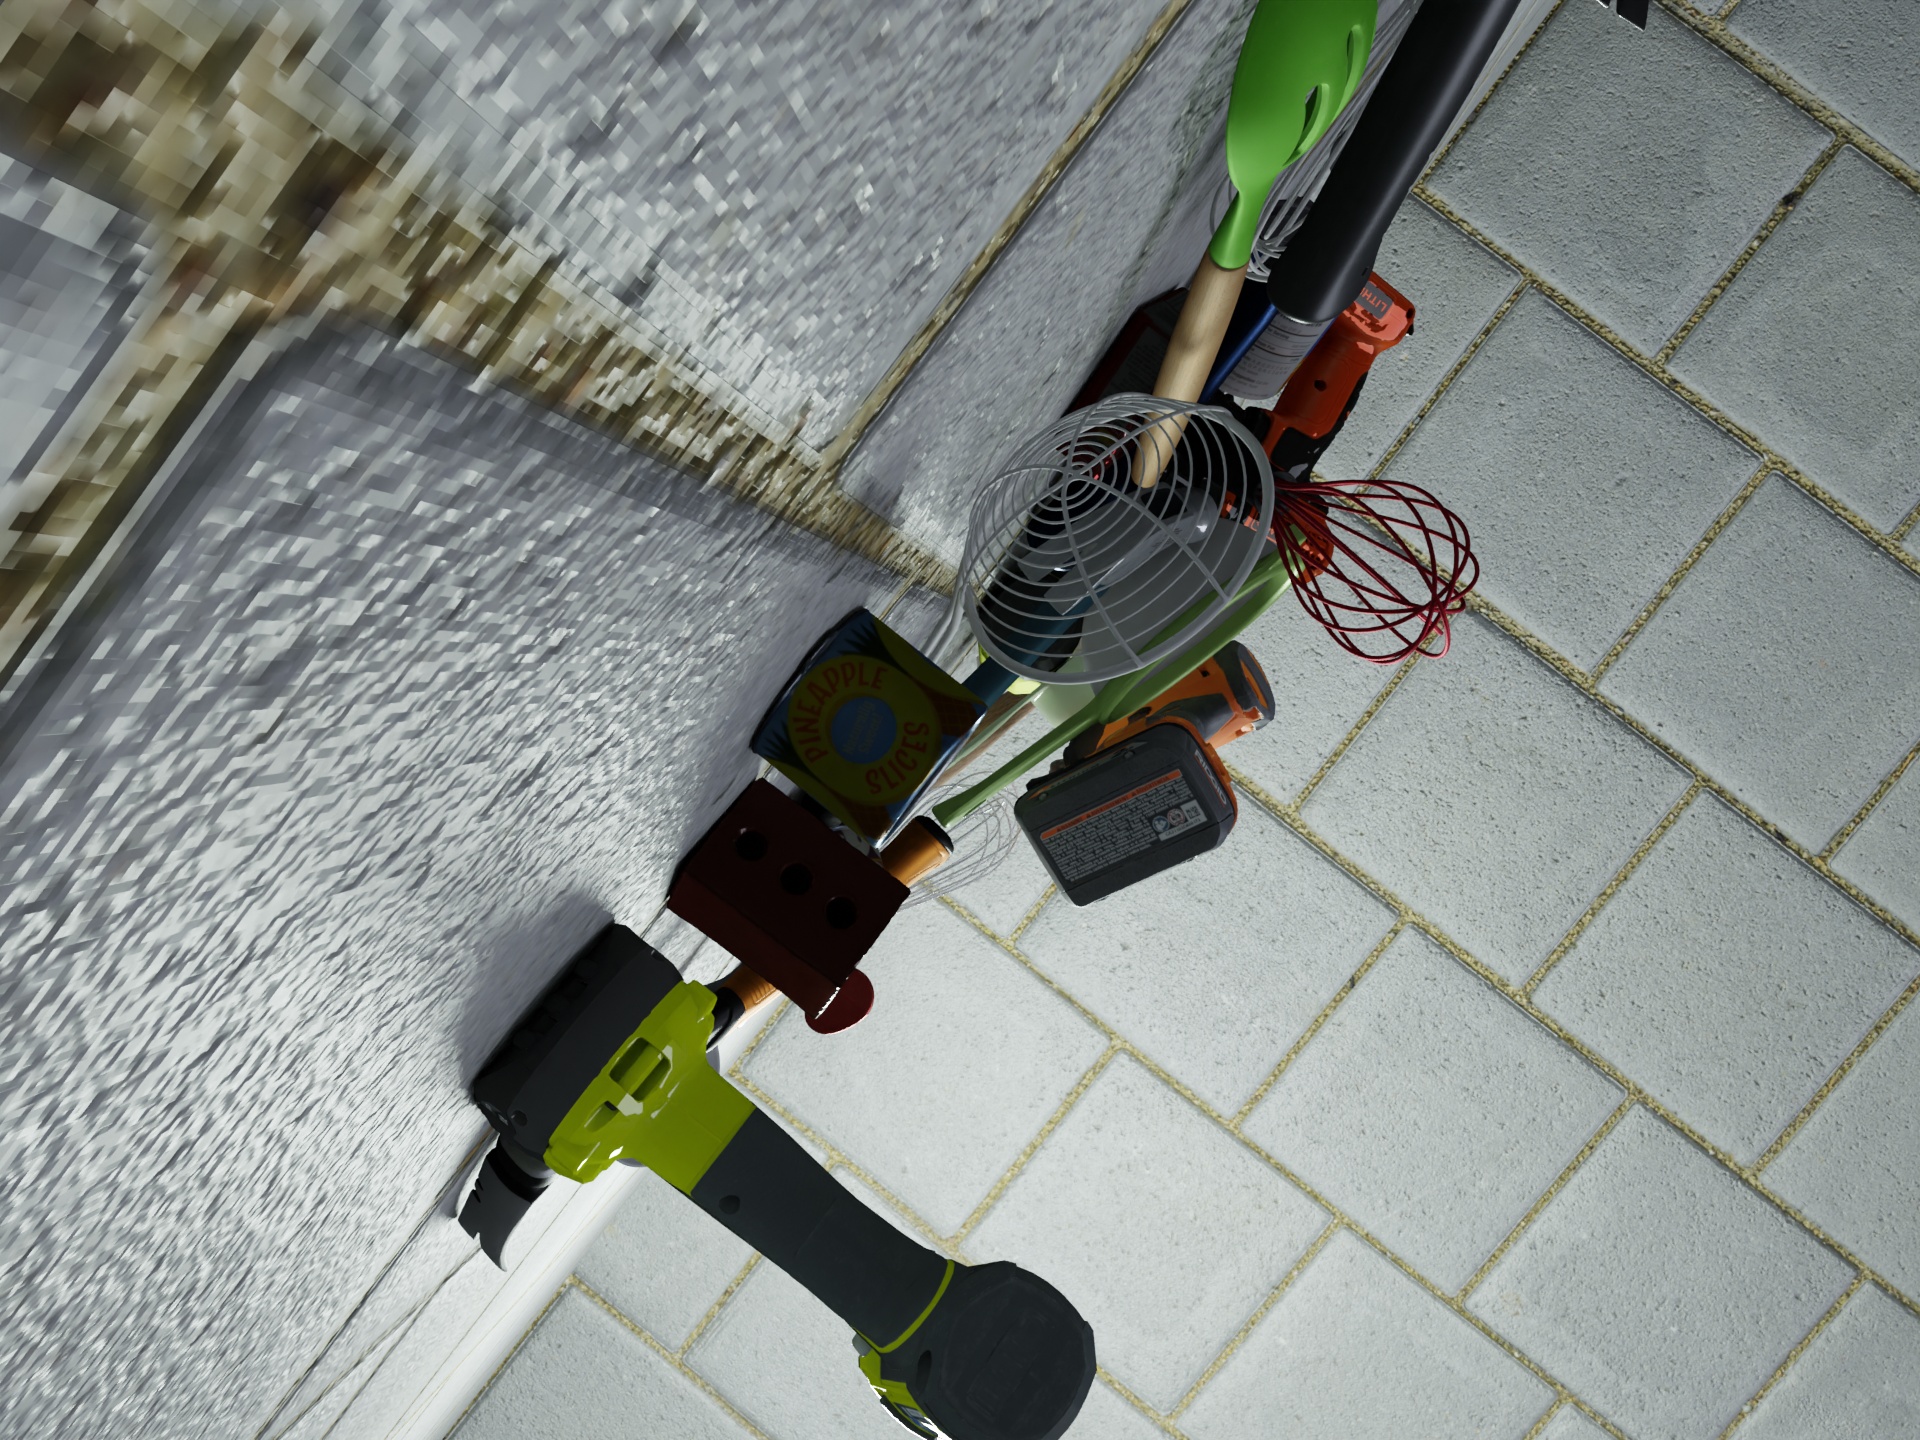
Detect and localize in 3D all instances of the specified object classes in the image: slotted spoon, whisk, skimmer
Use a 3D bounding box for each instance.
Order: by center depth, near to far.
[{"bbox_3d":[0.094,-0.157,0.577,0.070,0.031,0.313,-51,172,-15],"label":"slotted spoon"},{"bbox_3d":[0.176,-0.274,0.620,0.246,0.059,0.057,-57,161,-5],"label":"whisk"},{"bbox_3d":[0.009,-0.013,0.709,0.363,0.090,0.127,128,-28,-55],"label":"skimmer"},{"bbox_3d":[0.155,-0.101,0.744,0.073,0.073,0.296,-53,-155,12],"label":"whisk"},{"bbox_3d":[-0.076,0.119,0.964,0.284,0.070,0.070,-34,171,-19],"label":"whisk"}]

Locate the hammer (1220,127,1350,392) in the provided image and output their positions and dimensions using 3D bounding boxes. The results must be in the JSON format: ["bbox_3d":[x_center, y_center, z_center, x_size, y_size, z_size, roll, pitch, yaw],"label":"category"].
[{"bbox_3d":[0.200,-0.272,1.097,0.143,0.038,0.386,-52,178,-39],"label":"hammer"}]

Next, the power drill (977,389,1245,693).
[{"bbox_3d":[0.096,-0.111,1.058,0.228,0.080,0.190,-49,176,-4],"label":"power drill"}]

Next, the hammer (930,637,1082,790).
[{"bbox_3d":[0.008,0.010,1.119,0.130,0.031,0.331,2,-155,37],"label":"hammer"}]

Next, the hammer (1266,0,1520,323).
[{"bbox_3d":[0.170,-0.250,0.447,0.146,0.035,0.334,-43,166,-40],"label":"hammer"}]

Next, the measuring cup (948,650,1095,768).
[{"bbox_3d":[0.054,-0.001,0.972,0.167,0.038,0.083,-36,174,-34],"label":"measuring cup"}]

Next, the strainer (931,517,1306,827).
[{"bbox_3d":[0.077,-0.038,0.909,0.256,0.069,0.151,-36,170,-1],"label":"strainer"}]

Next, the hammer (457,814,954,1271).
[{"bbox_3d":[-0.115,0.147,0.822,0.337,0.034,0.127,-37,167,-44],"label":"hammer"}]

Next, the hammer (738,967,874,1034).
[{"bbox_3d":[-0.105,0.171,1.139,0.149,0.036,0.359,-51,-172,-12],"label":"hammer"}]

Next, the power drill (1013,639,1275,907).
[{"bbox_3d":[0.110,0.032,1.016,0.164,0.084,0.226,-28,-171,24],"label":"power drill"}]

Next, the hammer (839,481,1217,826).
[{"bbox_3d":[-0.001,-0.003,0.849,0.331,0.033,0.128,-45,167,26],"label":"hammer"}]

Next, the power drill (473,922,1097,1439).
[{"bbox_3d":[-0.067,0.184,0.591,0.080,0.223,0.171,-50,177,-24],"label":"power drill"}]

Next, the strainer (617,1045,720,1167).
[{"bbox_3d":[-0.123,0.156,0.886,0.050,0.086,0.258,16,-134,45],"label":"strainer"}]

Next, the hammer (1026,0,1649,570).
[{"bbox_3d":[0.154,-0.213,0.746,0.405,0.035,0.144,-49,-152,38],"label":"hammer"}]
